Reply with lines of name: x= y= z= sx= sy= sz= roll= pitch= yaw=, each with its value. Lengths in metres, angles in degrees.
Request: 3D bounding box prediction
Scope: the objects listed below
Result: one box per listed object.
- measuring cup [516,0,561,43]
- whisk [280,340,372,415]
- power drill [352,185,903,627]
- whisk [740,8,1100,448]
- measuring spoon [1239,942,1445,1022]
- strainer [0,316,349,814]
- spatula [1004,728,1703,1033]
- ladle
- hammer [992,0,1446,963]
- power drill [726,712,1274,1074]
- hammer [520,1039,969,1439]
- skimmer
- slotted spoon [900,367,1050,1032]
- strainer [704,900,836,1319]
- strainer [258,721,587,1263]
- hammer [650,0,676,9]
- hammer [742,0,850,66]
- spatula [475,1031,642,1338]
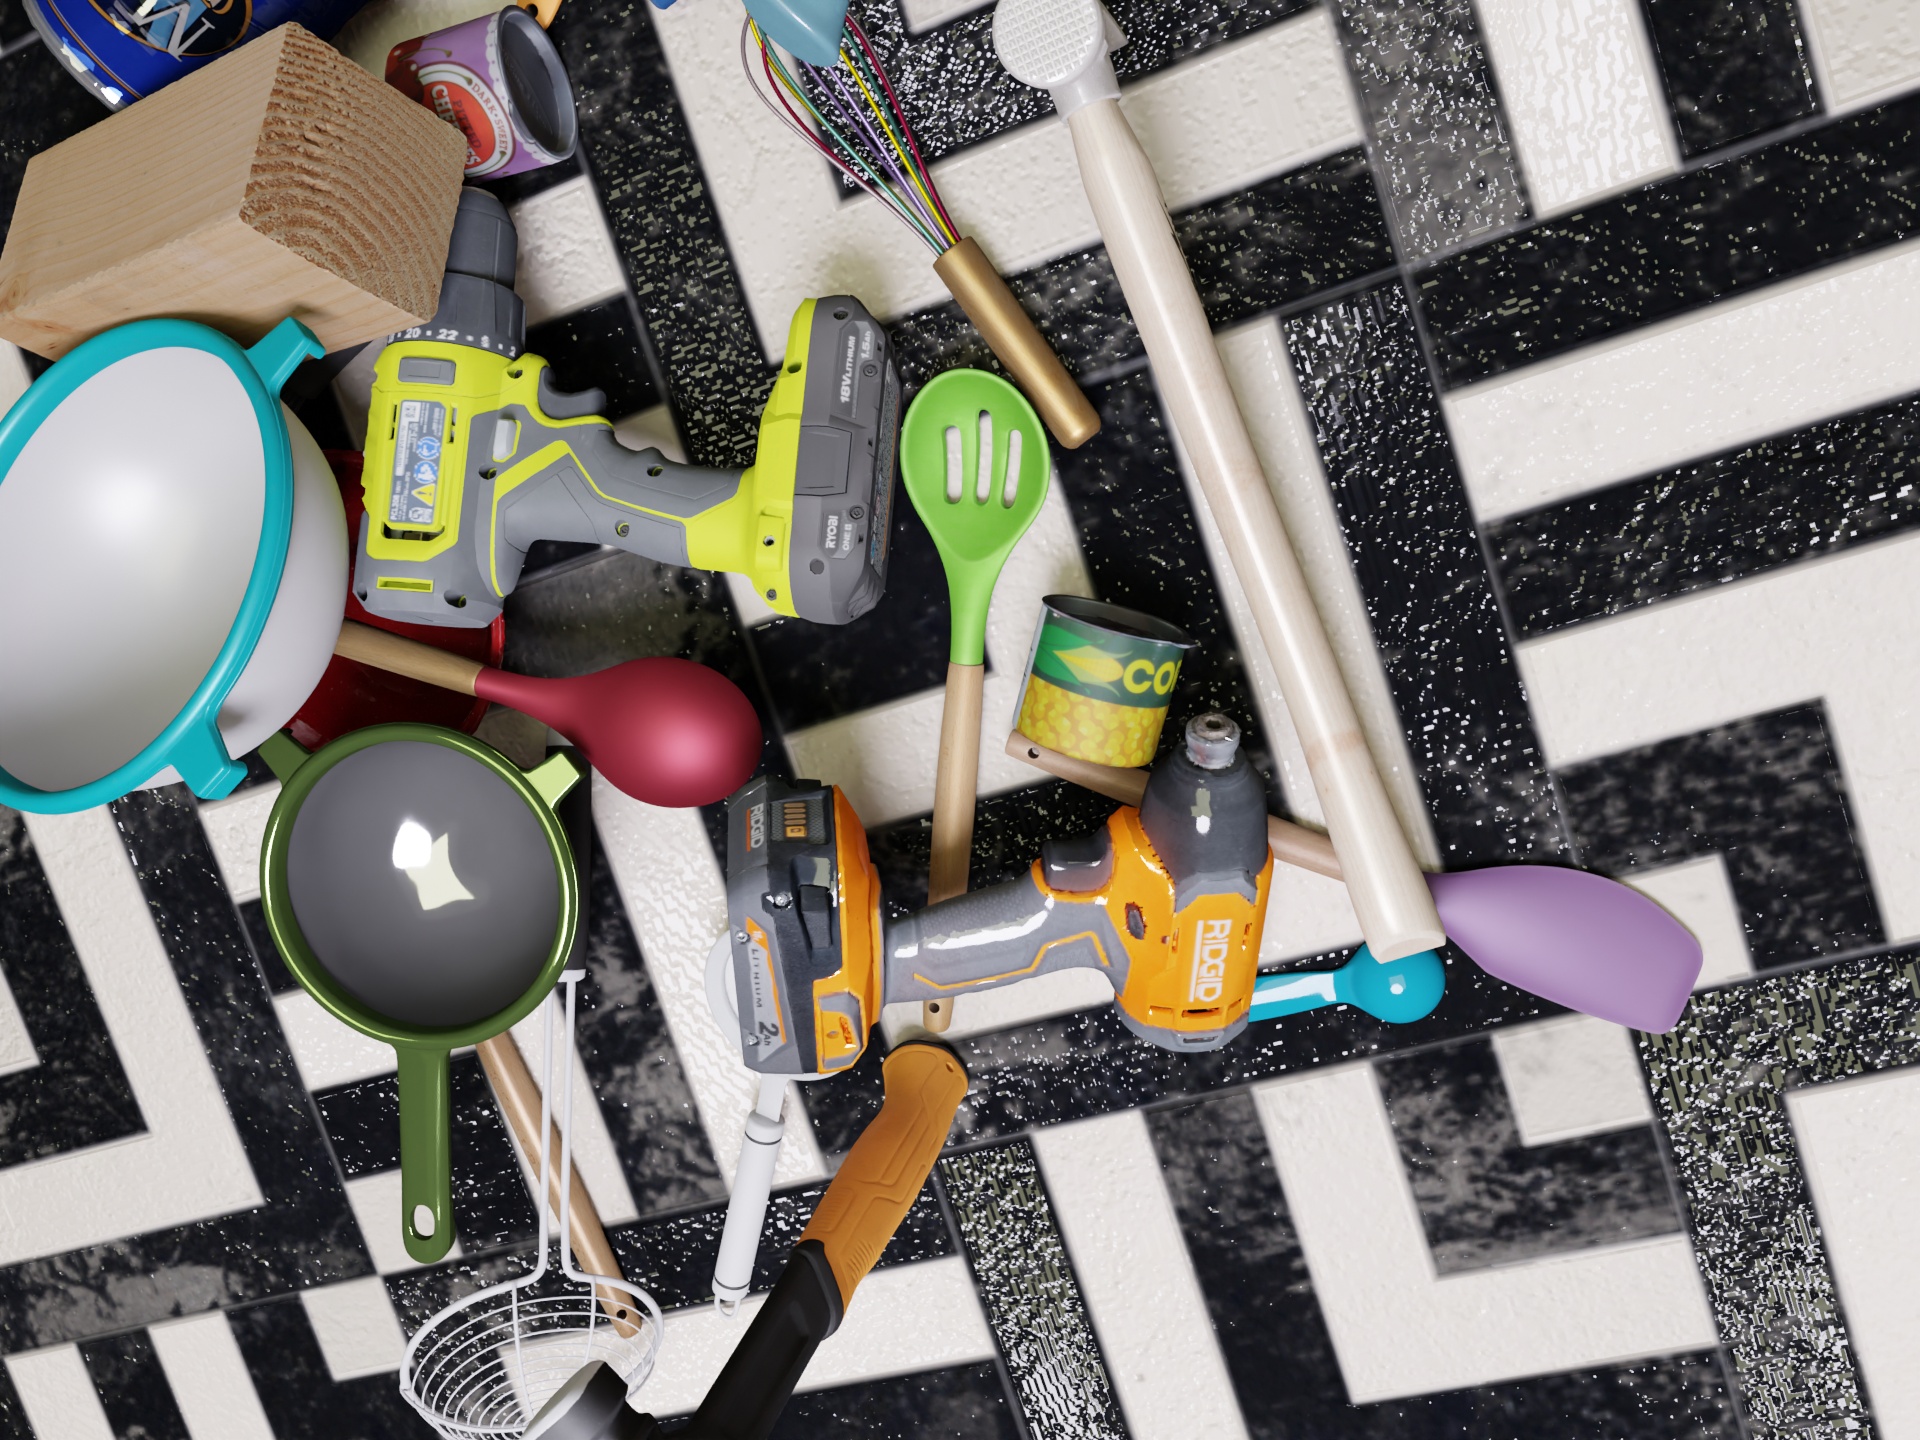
measuring cup: x=-0.170 y=-0.383 z=0.686 sx=0.095 sy=0.052 sz=0.173 roll=26 pitch=103 yaw=8
whisk: x=-0.324 y=-0.168 z=0.772 sx=0.239 sy=0.055 sz=0.055 roll=-40 pitch=90 yaw=13
power drill: x=-0.144 y=-0.132 z=0.693 sx=0.228 sy=0.080 sz=0.190 roll=5 pitch=85 yaw=4
whisk: x=-0.017 y=-0.221 z=0.692 sx=0.047 sy=0.051 sz=0.245 roll=-33 pitch=96 yaw=38
measuring spoon: x=0.155 y=0.126 z=0.722 sx=0.128 sy=0.021 sz=0.042 roll=-12 pitch=97 yaw=15
strainer: x=-0.392 y=-0.056 z=0.714 sx=0.340 sy=0.095 sz=0.211 roll=-1 pitch=77 yaw=27
spatula: x=0.170 y=0.061 z=0.708 sx=0.316 sy=0.018 sz=0.059 roll=19 pitch=100 yaw=8
ladle: x=-0.241 y=-0.027 z=0.730 sx=0.315 sy=0.031 sz=0.069 roll=17 pitch=102 yaw=12
hammer: x=0.115 y=-0.091 z=0.649 sx=0.038 sy=0.146 sz=0.410 roll=-20 pitch=103 yaw=17
power drill: x=0.019 y=0.070 z=0.665 sx=0.226 sy=0.084 sz=0.164 roll=-3 pitch=127 yaw=-5
hammer: x=-0.044 y=0.215 z=0.623 sx=0.127 sy=0.337 sz=0.034 roll=45 pitch=108 yaw=0
skimmer: x=-0.208 y=0.186 z=0.798 sx=0.127 sy=0.090 sz=0.363 roll=3 pitch=86 yaw=-23
slotted spoon: x=-0.001 y=-0.002 z=0.734 sx=0.070 sy=0.031 sz=0.313 roll=9 pitch=105 yaw=17
strainer: x=-0.096 y=0.192 z=0.788 sx=0.087 sy=0.050 sz=0.258 roll=19 pitch=110 yaw=15
strainer: x=-0.240 y=0.122 z=0.745 sx=0.151 sy=0.069 sz=0.256 roll=4 pitch=100 yaw=8
hammer: x=0.045 y=-0.395 z=0.642 sx=0.405 sy=0.035 sz=0.144 roll=-17 pitch=97 yaw=16
hammer: x=-0.015 y=-0.404 z=0.582 sx=0.128 sy=0.033 sz=0.331 roll=18 pitch=88 yaw=-17
spatula: x=-0.237 y=0.182 z=0.817 sx=0.082 sy=0.044 sz=0.317 roll=-25 pitch=96 yaw=-9
